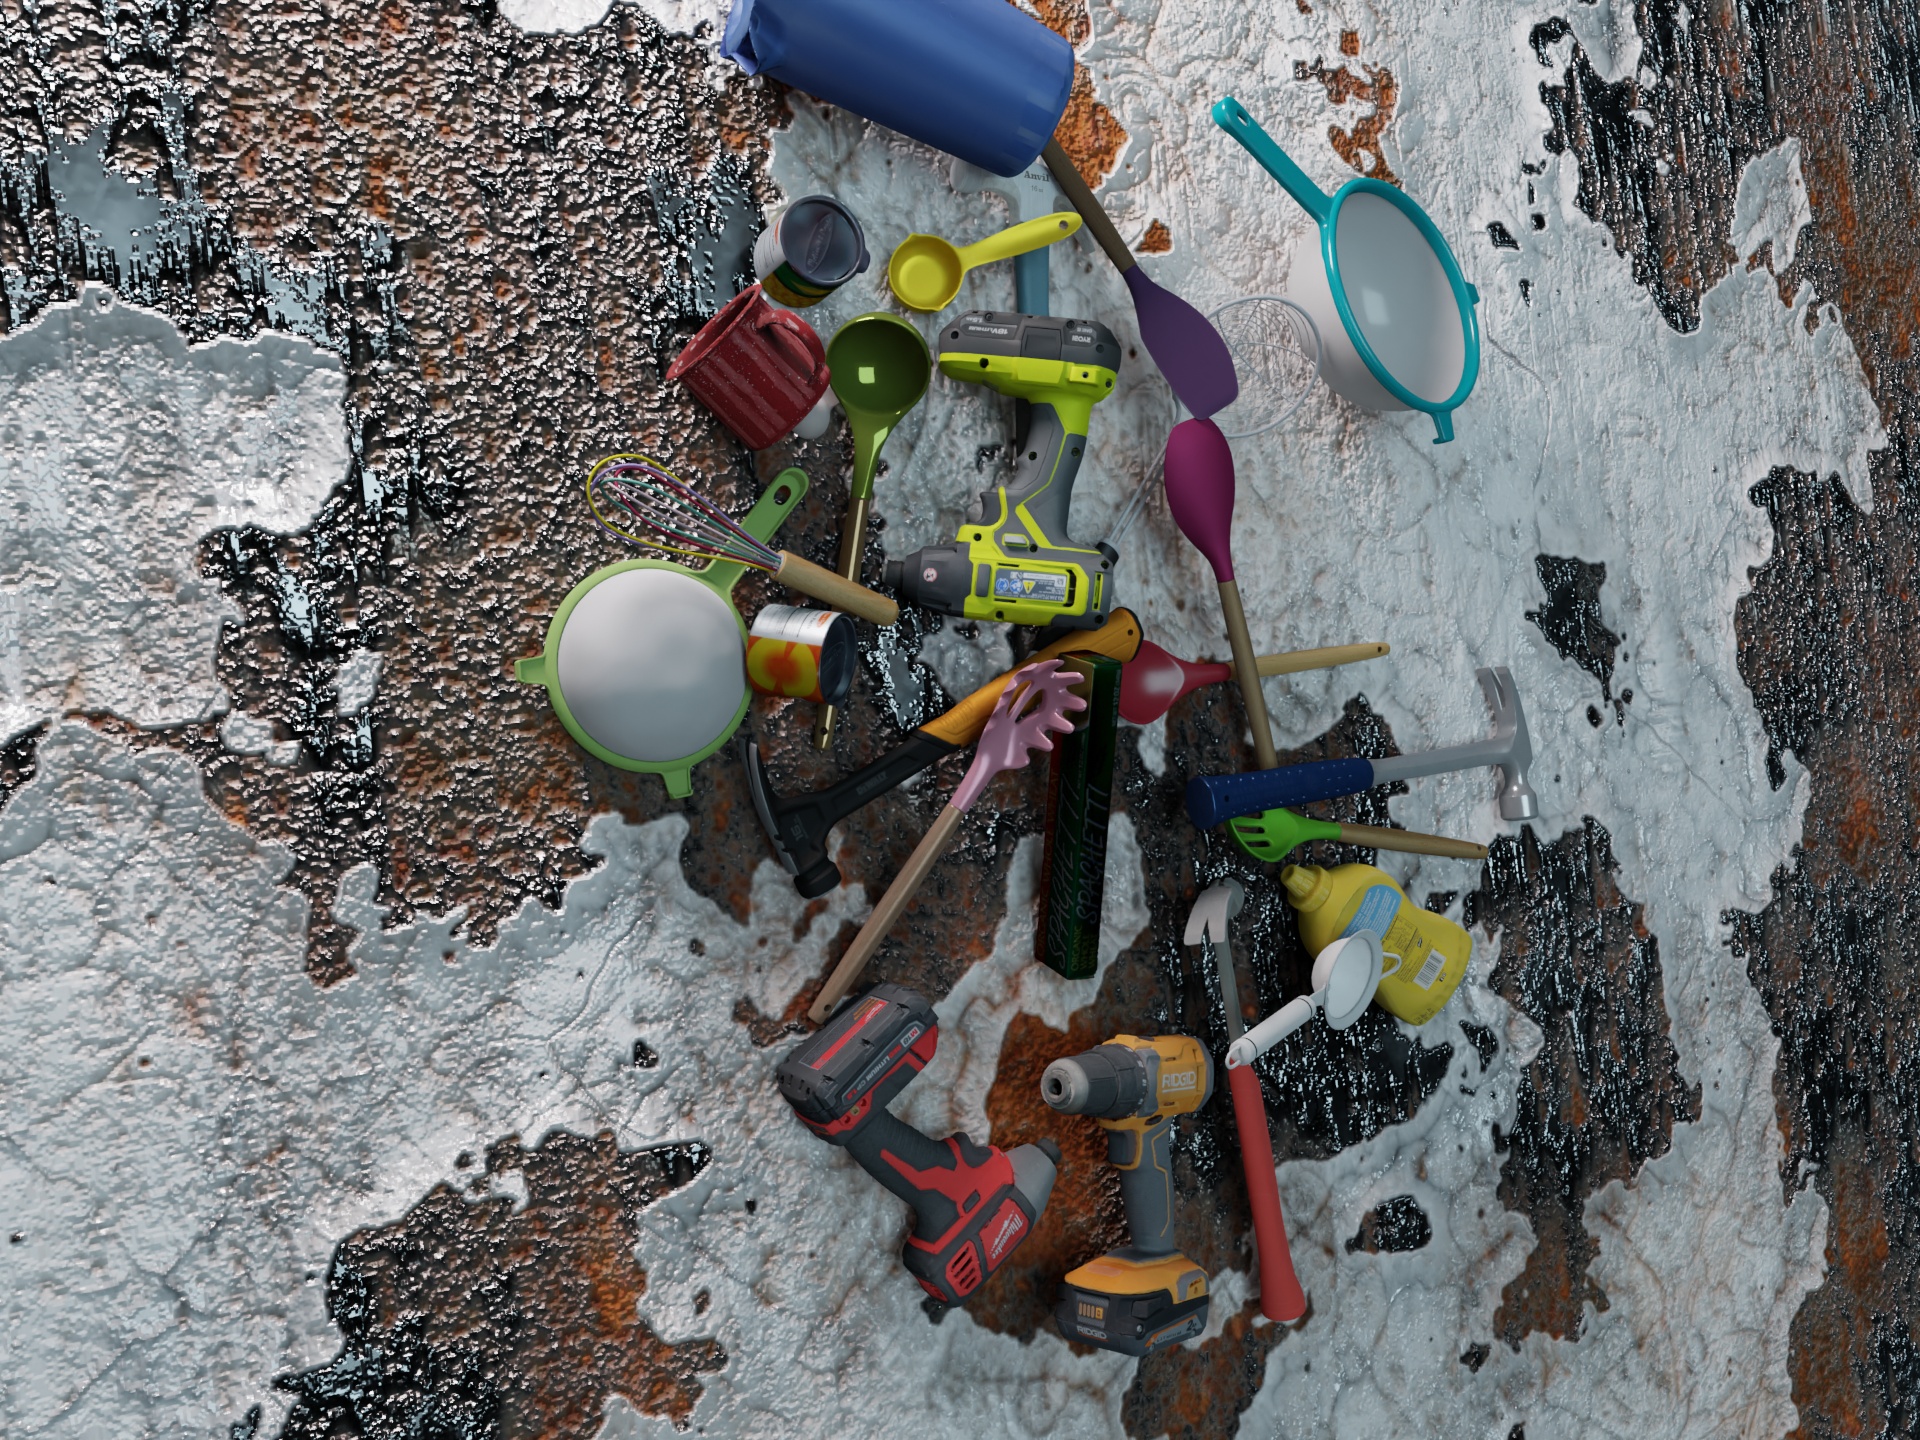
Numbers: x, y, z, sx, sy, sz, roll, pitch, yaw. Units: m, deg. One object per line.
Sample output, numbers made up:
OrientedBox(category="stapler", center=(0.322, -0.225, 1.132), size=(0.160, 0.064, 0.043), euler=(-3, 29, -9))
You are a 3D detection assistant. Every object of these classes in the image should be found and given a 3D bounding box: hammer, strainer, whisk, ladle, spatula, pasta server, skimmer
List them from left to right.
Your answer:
OrientedBox(category="strainer", center=(-0.175, -0.081, 1.105), size=(0.151, 0.069, 0.256), euler=(41, 72, -19))
OrientedBox(category="whisk", center=(-0.142, -0.118, 1.087), size=(0.244, 0.051, 0.047), euler=(23, 56, -32))
OrientedBox(category="ladle", center=(-0.078, -0.137, 1.158), size=(0.078, 0.062, 0.320), euler=(9, 89, 1))
OrientedBox(category="pasta server", center=(-0.015, 0.088, 1.157), size=(0.060, 0.040, 0.316), euler=(36, 86, -26))
OrientedBox(category="hammer", center=(-0.002, -0.004, 1.187), size=(0.337, 0.034, 0.127), euler=(-31, 110, -21))
OrientedBox(category="hammer", center=(0.057, -0.277, 1.259), size=(0.128, 0.033, 0.331), euler=(0, 87, -26))
OrientedBox(category="spatula", center=(0.121, -0.378, 1.255), size=(0.060, 0.018, 0.316), euler=(-35, 91, -12))
OrientedBox(category="skimmer", center=(0.169, -0.185, 1.276), size=(0.127, 0.090, 0.363), euler=(44, 69, -35))
OrientedBox(category="hammer", center=(0.231, 0.314, 1.275), size=(0.037, 0.149, 0.359), euler=(-8, 98, 17))
OrientedBox(category="ladle", center=(0.245, -0.046, 1.345), size=(0.315, 0.031, 0.069), euler=(-8, 94, -29))
OrientedBox(category="strainer", center=(0.273, 0.223, 1.258), size=(0.258, 0.050, 0.087), euler=(-17, 115, -50))
OrientedBox(category="strainer", center=(0.304, -0.384, 1.346), size=(0.340, 0.095, 0.211), euler=(36, 56, -26))
OrientedBox(category="hammer", center=(0.356, 0.039, 1.370), size=(0.405, 0.035, 0.144), euler=(-7, 90, -34))

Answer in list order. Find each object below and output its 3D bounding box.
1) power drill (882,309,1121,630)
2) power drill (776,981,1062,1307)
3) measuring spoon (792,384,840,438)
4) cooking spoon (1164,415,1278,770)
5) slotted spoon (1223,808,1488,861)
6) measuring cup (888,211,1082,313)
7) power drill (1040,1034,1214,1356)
OrientedBox(category="power drill", center=(0.035, -0.185, 1.192), size=(0.171, 0.080, 0.223), euler=(6, 92, 1))
OrientedBox(category="power drill", center=(-0.020, 0.304, 1.160), size=(0.143, 0.078, 0.219), euler=(-41, 108, -23))
OrientedBox(category="measuring spoon", center=(-0.081, -0.255, 1.193), size=(0.124, 0.018, 0.034), euler=(-44, 106, -23))
OrientedBox(category="cooking spoon", center=(0.223, -0.091, 1.298), size=(0.069, 0.017, 0.318), euler=(-24, 109, -22))
OrientedBox(category="slotted spoon", center=(0.347, 0.102, 1.387), size=(0.313, 0.031, 0.070), euler=(9, 59, -29))
OrientedBox(category="measuring cup", center=(0.019, -0.356, 1.219), size=(0.156, 0.029, 0.062), euler=(-21, 92, -6))
OrientedBox(category="power drill", center=(0.122, 0.352, 1.200), size=(0.185, 0.084, 0.226), euler=(11, 80, -50))
